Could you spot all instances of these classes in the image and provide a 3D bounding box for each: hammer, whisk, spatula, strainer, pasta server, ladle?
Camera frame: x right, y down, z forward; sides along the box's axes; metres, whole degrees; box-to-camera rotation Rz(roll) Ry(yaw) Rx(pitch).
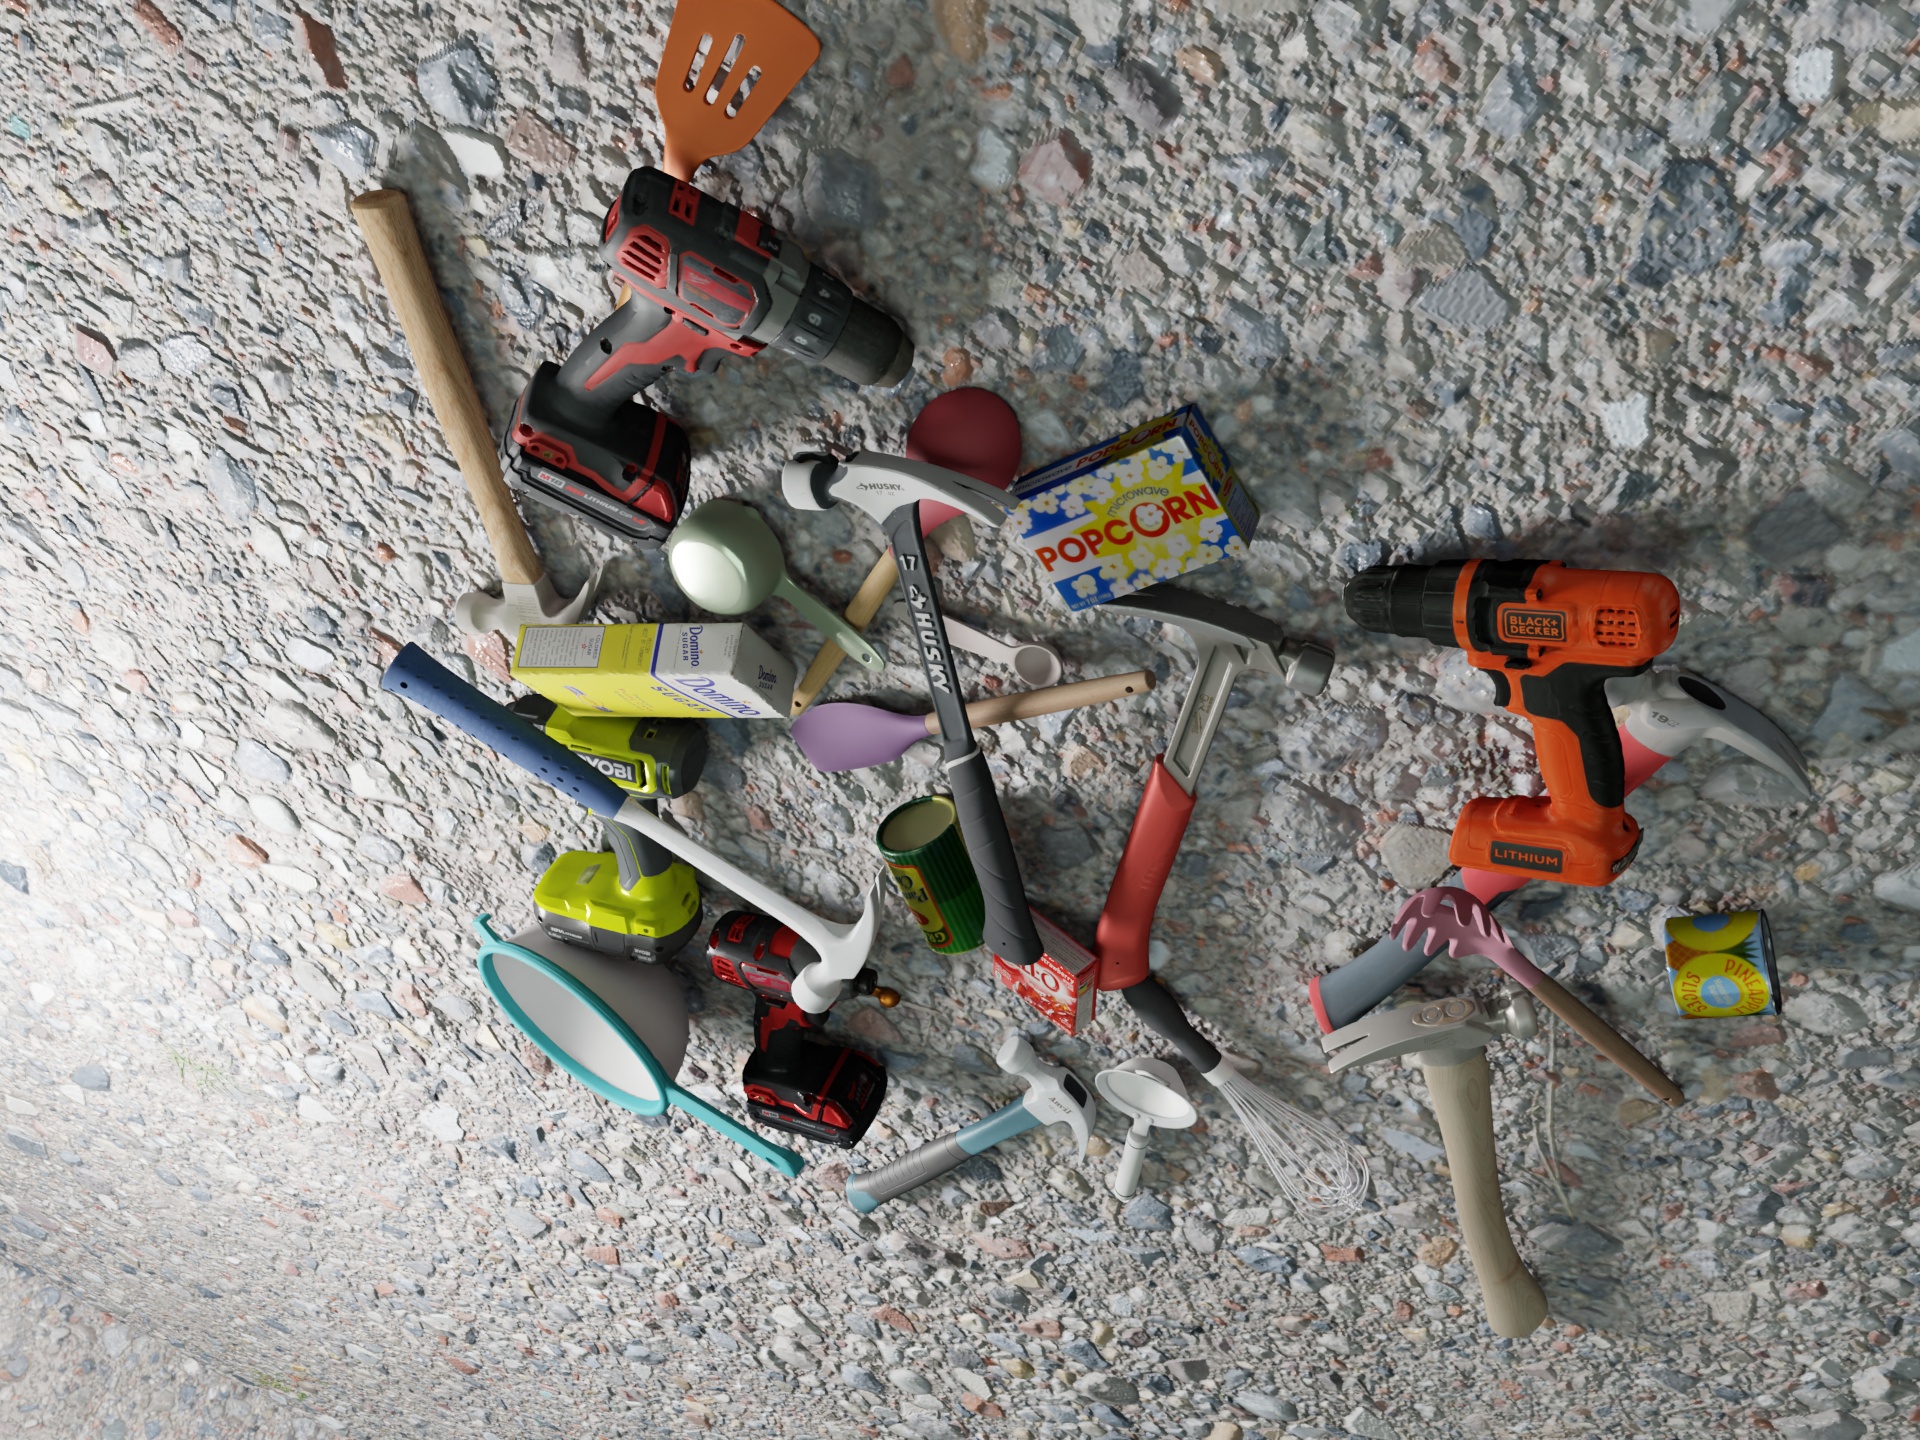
[{"bbox_3d":[-0.236,0.065,1.165,0.405,0.035,0.144,33,127,-5],"label":"hammer"},{"bbox_3d":[0.222,0.296,1.251,0.284,0.070,0.070,45,131,-12],"label":"whisk"},{"bbox_3d":[0.361,0.109,1.041,0.143,0.038,0.386,28,134,-5],"label":"hammer"},{"bbox_3d":[0.388,0.359,1.226,0.146,0.038,0.410,-16,126,10],"label":"hammer"},{"bbox_3d":[0.131,0.063,1.097,0.149,0.037,0.358,19,133,6],"label":"hammer"},{"bbox_3d":[-0.002,-0.003,1.083,0.316,0.018,0.059,-10,122,40],"label":"spatula"},{"bbox_3d":[-0.256,0.267,1.363,0.340,0.095,0.210,27,145,18],"label":"strainer"},{"bbox_3d":[0.396,0.191,1.061,0.316,0.040,0.060,37,144,-27],"label":"pasta server"},{"bbox_3d":[-0.052,-0.095,1.043,0.069,0.031,0.315,36,135,-3],"label":"ladle"},{"bbox_3d":[-0.177,-0.281,0.936,0.081,0.041,0.322,31,138,-6],"label":"spatula"},{"bbox_3d":[0.003,0.008,1.051,0.149,0.036,0.408,7,130,30],"label":"hammer"},{"bbox_3d":[0.149,0.342,1.330,0.087,0.050,0.258,20,140,14],"label":"strainer"},{"bbox_3d":[-0.328,-0.191,1.069,0.130,0.031,0.331,5,130,19],"label":"hammer"},{"bbox_3d":[-0.003,0.383,1.433,0.128,0.033,0.331,40,132,-12],"label":"hammer"}]

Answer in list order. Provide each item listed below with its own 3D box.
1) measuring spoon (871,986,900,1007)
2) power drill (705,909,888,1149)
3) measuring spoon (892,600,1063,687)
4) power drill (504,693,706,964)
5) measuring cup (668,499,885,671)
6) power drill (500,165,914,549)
[{"bbox_3d":[-0.107,0.221,1.349,0.117,0.011,0.021,18,133,7],"label":"measuring spoon"},{"bbox_3d":[-0.128,0.257,1.337,0.143,0.079,0.219,11,132,19],"label":"power drill"},{"bbox_3d":[0.013,-0.057,1.060,0.124,0.018,0.034,23,134,12],"label":"measuring spoon"},{"bbox_3d":[-0.284,0.079,1.258,0.171,0.080,0.223,12,129,12],"label":"power drill"},{"bbox_3d":[-0.124,-0.078,1.060,0.167,0.038,0.083,38,136,2],"label":"measuring cup"},{"bbox_3d":[-0.155,-0.202,0.946,0.187,0.080,0.226,24,136,-25],"label":"power drill"}]
